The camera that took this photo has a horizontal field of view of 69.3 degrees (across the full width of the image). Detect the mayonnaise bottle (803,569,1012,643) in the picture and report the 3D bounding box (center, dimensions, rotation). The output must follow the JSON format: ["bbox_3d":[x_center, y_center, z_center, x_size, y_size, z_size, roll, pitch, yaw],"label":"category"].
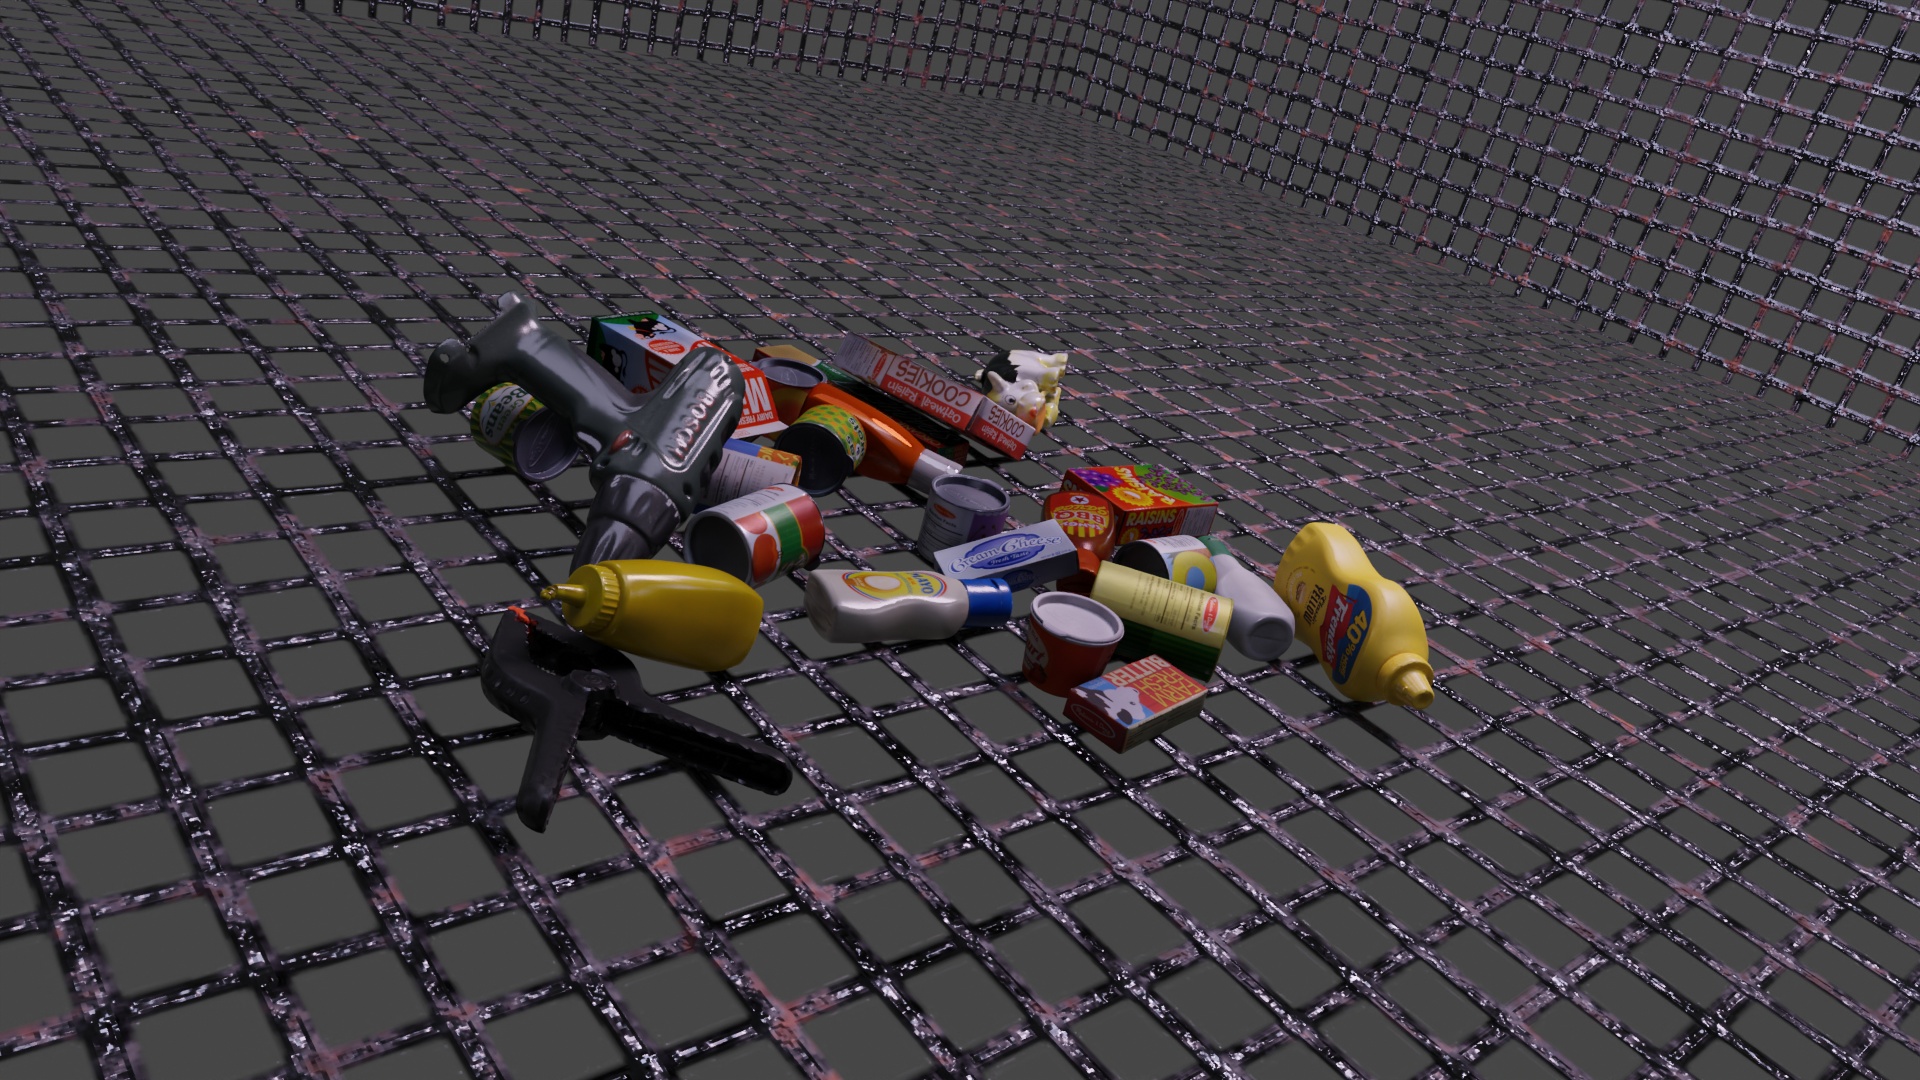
[{"bbox_3d":[-0.035,0.046,1.001,0.148,0.041,0.065,0,27,-29],"label":"mayonnaise bottle"}]

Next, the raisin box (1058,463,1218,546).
[{"bbox_3d":[0.163,-0.034,1.280,0.124,0.040,0.086,-5,32,-38],"label":"raisin box"}]

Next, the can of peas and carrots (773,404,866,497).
[{"bbox_3d":[-0.116,-0.077,1.178,0.071,0.070,0.059,18,24,6],"label":"can of peas and carrots"}]

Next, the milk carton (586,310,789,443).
[{"bbox_3d":[-0.240,-0.132,1.215,0.191,0.073,0.072,30,28,27],"label":"milk carton"}]

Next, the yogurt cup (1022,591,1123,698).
[{"bbox_3d":[0.077,0.076,0.987,0.072,0.053,0.073,13,25,-6],"label":"yogurt cup"}]

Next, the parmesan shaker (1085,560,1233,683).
[{"bbox_3d":[0.146,0.058,1.045,0.103,0.071,0.071,17,25,6],"label":"parmesan shaker"}]

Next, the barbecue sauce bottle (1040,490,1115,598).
[{"bbox_3d":[0.098,0.006,1.153,0.065,0.043,0.149,6,26,1],"label":"barbecue sauce bottle"}]

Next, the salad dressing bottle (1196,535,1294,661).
[{"bbox_3d":[0.227,0.044,1.150,0.064,0.043,0.148,9,25,-16],"label":"salad dressing bottle"}]

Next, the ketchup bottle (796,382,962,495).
[{"bbox_3d":[-0.072,-0.081,1.223,0.149,0.064,0.044,27,40,4],"label":"ketchup bottle"}]

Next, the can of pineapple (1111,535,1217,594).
[{"bbox_3d":[0.163,0.032,1.115,0.058,0.070,0.071,-6,32,-39],"label":"can of pineapple"}]

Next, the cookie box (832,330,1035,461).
[{"bbox_3d":[-0.024,-0.137,1.337,0.168,0.040,0.123,29,4,28],"label":"cookie box"}]

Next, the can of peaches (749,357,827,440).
[{"bbox_3d":[-0.163,-0.129,1.271,0.071,0.057,0.071,12,26,-6],"label":"can of peaches"}]

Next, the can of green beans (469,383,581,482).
[{"bbox_3d":[-0.336,-0.087,1.077,0.058,0.071,0.071,29,28,28],"label":"can of green beans"}]

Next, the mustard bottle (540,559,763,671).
[{"bbox_3d":[-0.192,0.041,0.850,0.049,0.065,0.160,21,2,38],"label":"mustard bottle"}]

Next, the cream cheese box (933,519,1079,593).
[{"bbox_3d":[0.035,0.018,1.076,0.104,0.024,0.053,-16,32,-10],"label":"cream cheese box"}]

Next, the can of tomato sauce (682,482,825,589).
[{"bbox_3d":[-0.148,0.002,1.004,0.071,0.071,0.083,27,28,23],"label":"can of tomato sauce"}]

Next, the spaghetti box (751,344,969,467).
[{"bbox_3d":[-0.100,-0.130,1.341,0.250,0.028,0.050,30,28,29],"label":"spaghetti box"}]

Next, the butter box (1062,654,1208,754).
[{"bbox_3d":[0.124,0.113,0.971,0.053,0.024,0.104,33,31,32],"label":"butter box"}]

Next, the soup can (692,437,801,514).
[{"bbox_3d":[-0.172,-0.045,1.085,0.084,0.071,0.071,15,25,-2],"label":"soup can"}]

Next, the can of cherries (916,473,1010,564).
[{"bbox_3d":[0.004,-0.014,1.127,0.071,0.058,0.072,12,24,-5],"label":"can of cherries"}]
